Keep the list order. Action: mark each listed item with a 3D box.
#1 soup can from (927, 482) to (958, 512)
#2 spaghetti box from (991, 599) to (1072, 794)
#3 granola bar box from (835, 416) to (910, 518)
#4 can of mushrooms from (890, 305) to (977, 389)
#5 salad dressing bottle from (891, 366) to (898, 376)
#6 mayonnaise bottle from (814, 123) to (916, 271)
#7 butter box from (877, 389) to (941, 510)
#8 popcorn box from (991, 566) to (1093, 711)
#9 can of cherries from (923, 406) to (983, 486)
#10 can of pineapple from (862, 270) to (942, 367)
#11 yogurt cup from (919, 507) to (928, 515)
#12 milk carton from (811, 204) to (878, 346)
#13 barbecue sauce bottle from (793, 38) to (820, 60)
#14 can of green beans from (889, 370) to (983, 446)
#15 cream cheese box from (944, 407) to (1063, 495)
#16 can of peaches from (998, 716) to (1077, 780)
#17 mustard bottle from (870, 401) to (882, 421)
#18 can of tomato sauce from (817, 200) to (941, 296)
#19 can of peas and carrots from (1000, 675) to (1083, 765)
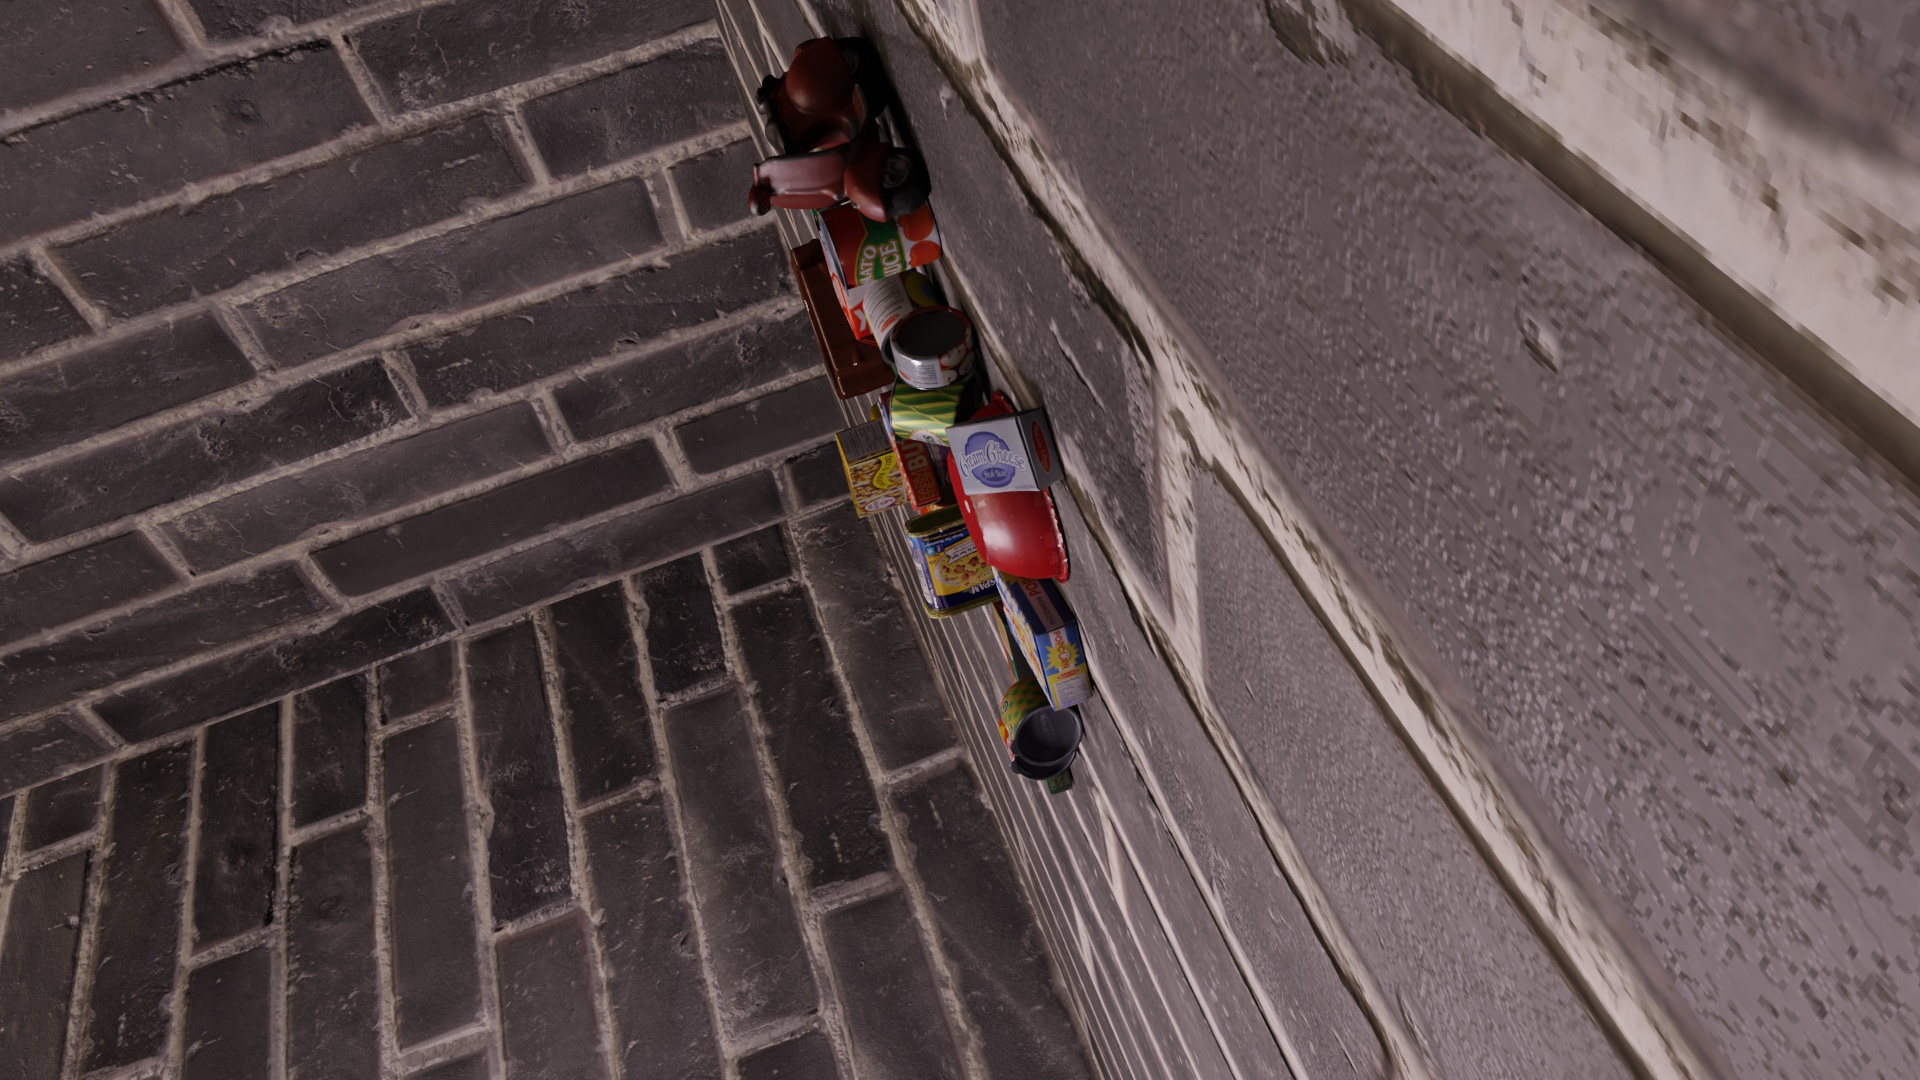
[{"bbox_3d":[0.005,-0.017,1.324,0.071,0.071,0.083,-118,10,-54],"label":"soup can"},{"bbox_3d":[0.078,0.167,1.476,0.050,0.029,0.248,-117,9,-56],"label":"spaghetti box"},{"bbox_3d":[-0.054,-0.082,1.383,0.165,0.124,0.039,89,160,-73],"label":"granola bar box"},{"bbox_3d":[-0.020,-0.156,1.109,0.033,0.071,0.071,77,171,-49],"label":"can of mushrooms"},{"bbox_3d":[-0.079,-0.235,1.448,0.147,0.064,0.044,62,155,-1],"label":"salad dressing bottle"},{"bbox_3d":[-0.075,-0.287,1.208,0.041,0.065,0.147,57,170,52],"label":"mayonnaise bottle"},{"bbox_3d":[-0.045,-0.078,1.203,0.053,0.024,0.103,140,111,-84],"label":"butter box"},{"bbox_3d":[0.069,0.073,1.182,0.127,0.038,0.084,-119,9,-56],"label":"popcorn box"},{"bbox_3d":[-0.002,-0.085,1.211,0.071,0.058,0.071,163,87,-84],"label":"can of cherries"},{"bbox_3d":[-0.045,-0.193,1.215,0.070,0.071,0.058,79,170,-57],"label":"can of pineapple"},{"bbox_3d":[-0.006,-0.037,1.404,0.053,0.072,0.072,100,151,-62],"label":"yogurt cup"},{"bbox_3d":[-0.088,-0.264,1.333,0.072,0.073,0.189,-116,8,-45],"label":"milk carton"},{"bbox_3d":[-0.115,-0.406,1.253,0.149,0.044,0.064,-118,11,-55],"label":"barbecue sauce bottle"},{"bbox_3d":[-0.019,-0.112,1.140,0.071,0.058,0.071,11,-89,-73],"label":"can of green beans"},{"bbox_3d":[0.029,-0.061,0.976,0.103,0.024,0.053,-1,109,61],"label":"cream cheese box"},{"bbox_3d":[0.075,0.198,1.396,0.058,0.071,0.071,-117,9,-57],"label":"can of peaches"},{"bbox_3d":[-0.063,-0.111,1.700,0.049,0.065,0.159,60,173,41],"label":"mustard bottle"},{"bbox_3d":[-0.064,-0.244,1.118,0.071,0.083,0.071,163,87,-84],"label":"can of tomato sauce"},{"bbox_3d":[0.073,0.170,1.309,0.059,0.071,0.070,-120,12,-63],"label":"can of peas and carrots"}]
